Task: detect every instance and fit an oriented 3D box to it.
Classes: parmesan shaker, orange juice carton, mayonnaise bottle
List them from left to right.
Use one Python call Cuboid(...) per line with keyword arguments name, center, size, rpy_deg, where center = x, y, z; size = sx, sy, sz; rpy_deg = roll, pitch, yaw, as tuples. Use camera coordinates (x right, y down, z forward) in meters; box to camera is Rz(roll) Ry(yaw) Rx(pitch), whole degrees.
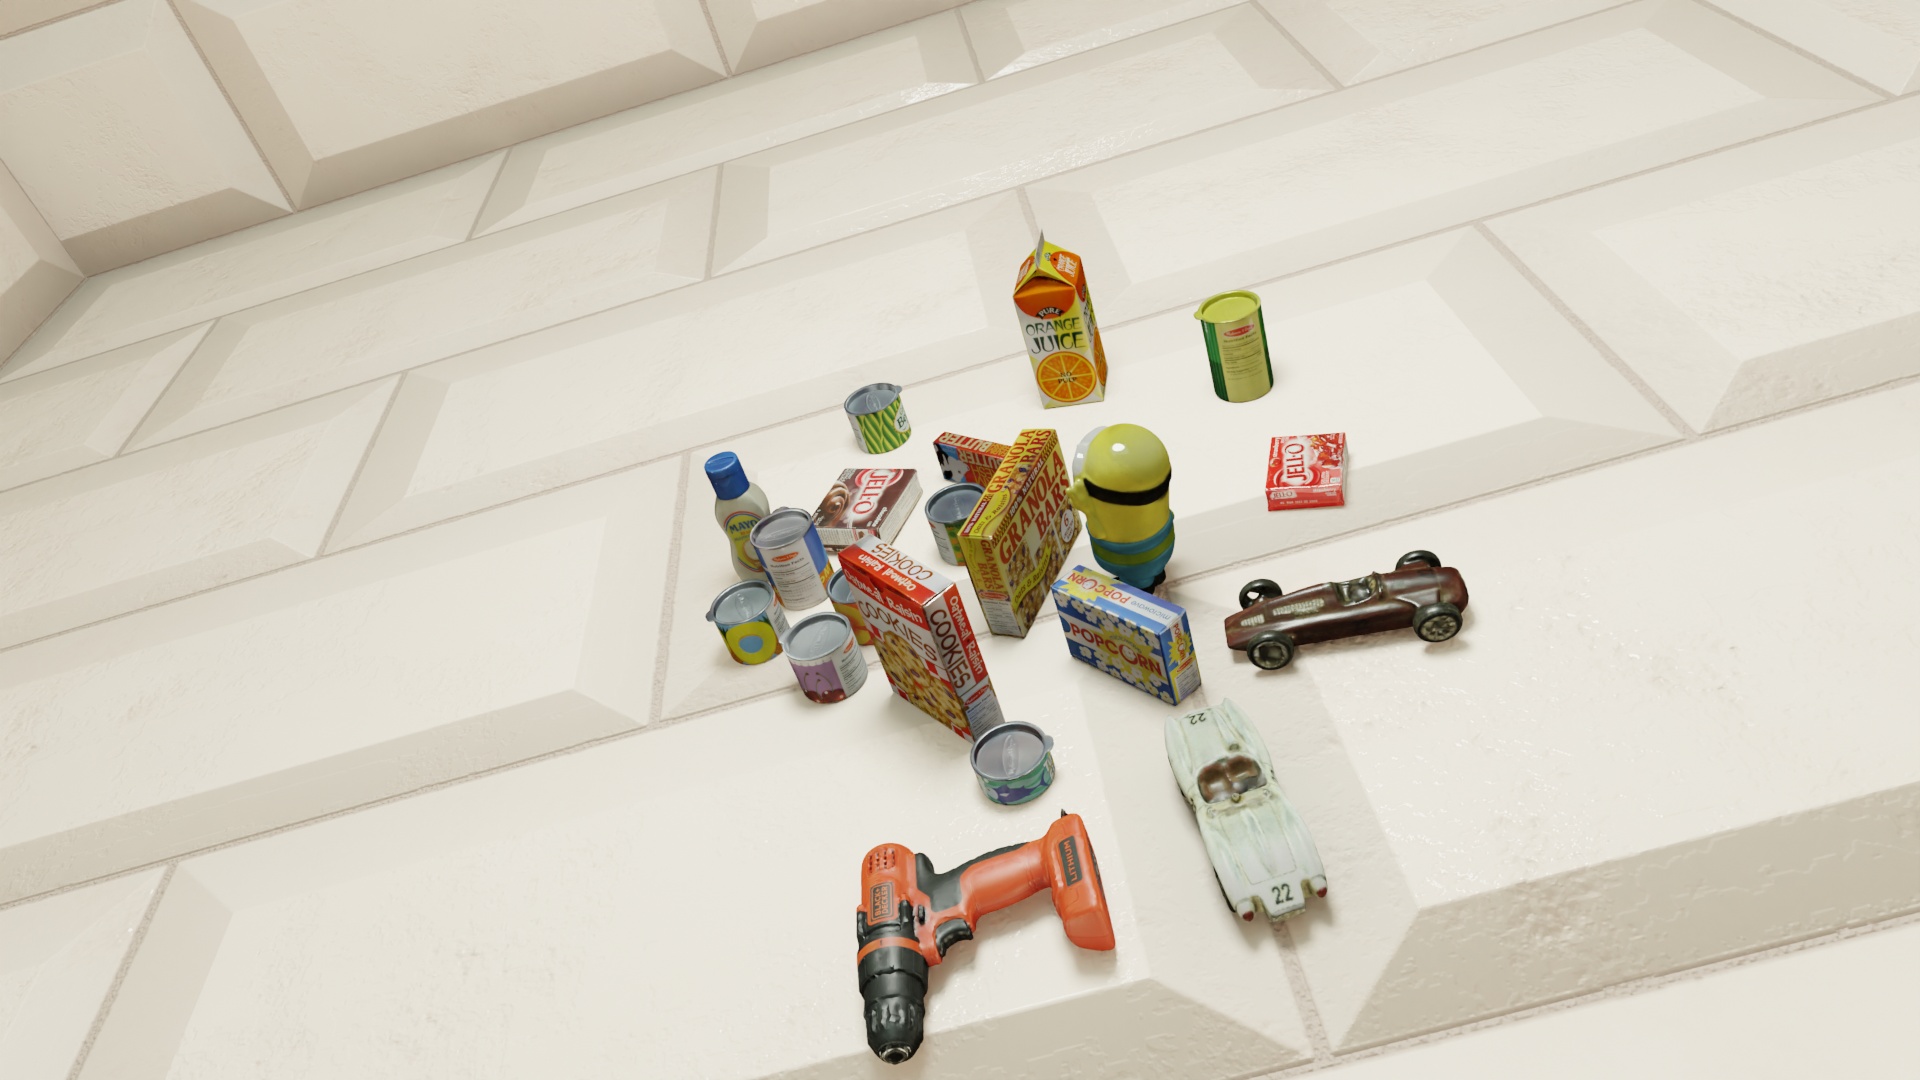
Cuboid(name="mayonnaise bottle", center=(-0.224, -0.023, 1.443), size=(0.065, 0.147, 0.041), rpy_deg=(-14, 36, 7))
Cuboid(name="orange juice carton", center=(0.109, -0.249, 1.554), size=(0.073, 0.191, 0.072), rpy_deg=(-7, 37, 17))
Cuboid(name="parmesan shaker", center=(0.294, -0.208, 1.493), size=(0.071, 0.102, 0.072), rpy_deg=(-12, 36, 9))

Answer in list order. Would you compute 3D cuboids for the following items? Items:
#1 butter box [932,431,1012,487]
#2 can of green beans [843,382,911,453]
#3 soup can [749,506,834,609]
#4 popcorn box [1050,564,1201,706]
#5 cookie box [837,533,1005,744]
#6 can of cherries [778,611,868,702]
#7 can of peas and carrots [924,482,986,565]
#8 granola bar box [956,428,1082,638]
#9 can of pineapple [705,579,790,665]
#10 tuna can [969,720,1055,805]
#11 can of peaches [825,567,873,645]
Cuboid(name="butter box", center=(0.021, -0.083, 1.493), size=(0.103, 0.053, 0.024), rpy_deg=(15, 48, 38))
Cuboid(name="can of green beans", center=(-0.096, -0.142, 1.621), size=(0.071, 0.057, 0.071), rpy_deg=(-12, 36, 9))
Cuboid(name="soup can", center=(-0.170, 0.017, 1.420), size=(0.071, 0.083, 0.072), rpy_deg=(-12, 36, 9))
Cuboid(name="popcorn box", center=(0.143, 0.080, 1.195), size=(0.038, 0.084, 0.127), rpy_deg=(-39, 40, -26))
Cuboid(name="cookie box", center=(-0.034, 0.086, 1.197), size=(0.040, 0.166, 0.123), rpy_deg=(-37, 39, -23))
Cuboid(name="can of cherries", center=(-0.128, 0.109, 1.301), size=(0.071, 0.058, 0.072), rpy_deg=(-12, 36, 9))
Cuboid(name="can of peas and carrots", center=(0.005, -0.018, 1.410), size=(0.071, 0.058, 0.071), rpy_deg=(-12, 36, 9))
Cuboid(name="granola bar box", center=(0.059, -0.009, 1.318), size=(0.039, 0.123, 0.166), rpy_deg=(3, 41, 28))
Cuboid(name="can of pineapple", center=(-0.209, 0.081, 1.375), size=(0.071, 0.057, 0.071), rpy_deg=(-12, 36, 9))
Cuboid(name="tuna can", center=(0.046, 0.183, 1.147), size=(0.071, 0.032, 0.071), rpy_deg=(-12, 36, 9))
Cuboid(name="can of peaches", center=(-0.089, 0.060, 1.349), size=(0.071, 0.057, 0.071), rpy_deg=(-12, 36, 9))
